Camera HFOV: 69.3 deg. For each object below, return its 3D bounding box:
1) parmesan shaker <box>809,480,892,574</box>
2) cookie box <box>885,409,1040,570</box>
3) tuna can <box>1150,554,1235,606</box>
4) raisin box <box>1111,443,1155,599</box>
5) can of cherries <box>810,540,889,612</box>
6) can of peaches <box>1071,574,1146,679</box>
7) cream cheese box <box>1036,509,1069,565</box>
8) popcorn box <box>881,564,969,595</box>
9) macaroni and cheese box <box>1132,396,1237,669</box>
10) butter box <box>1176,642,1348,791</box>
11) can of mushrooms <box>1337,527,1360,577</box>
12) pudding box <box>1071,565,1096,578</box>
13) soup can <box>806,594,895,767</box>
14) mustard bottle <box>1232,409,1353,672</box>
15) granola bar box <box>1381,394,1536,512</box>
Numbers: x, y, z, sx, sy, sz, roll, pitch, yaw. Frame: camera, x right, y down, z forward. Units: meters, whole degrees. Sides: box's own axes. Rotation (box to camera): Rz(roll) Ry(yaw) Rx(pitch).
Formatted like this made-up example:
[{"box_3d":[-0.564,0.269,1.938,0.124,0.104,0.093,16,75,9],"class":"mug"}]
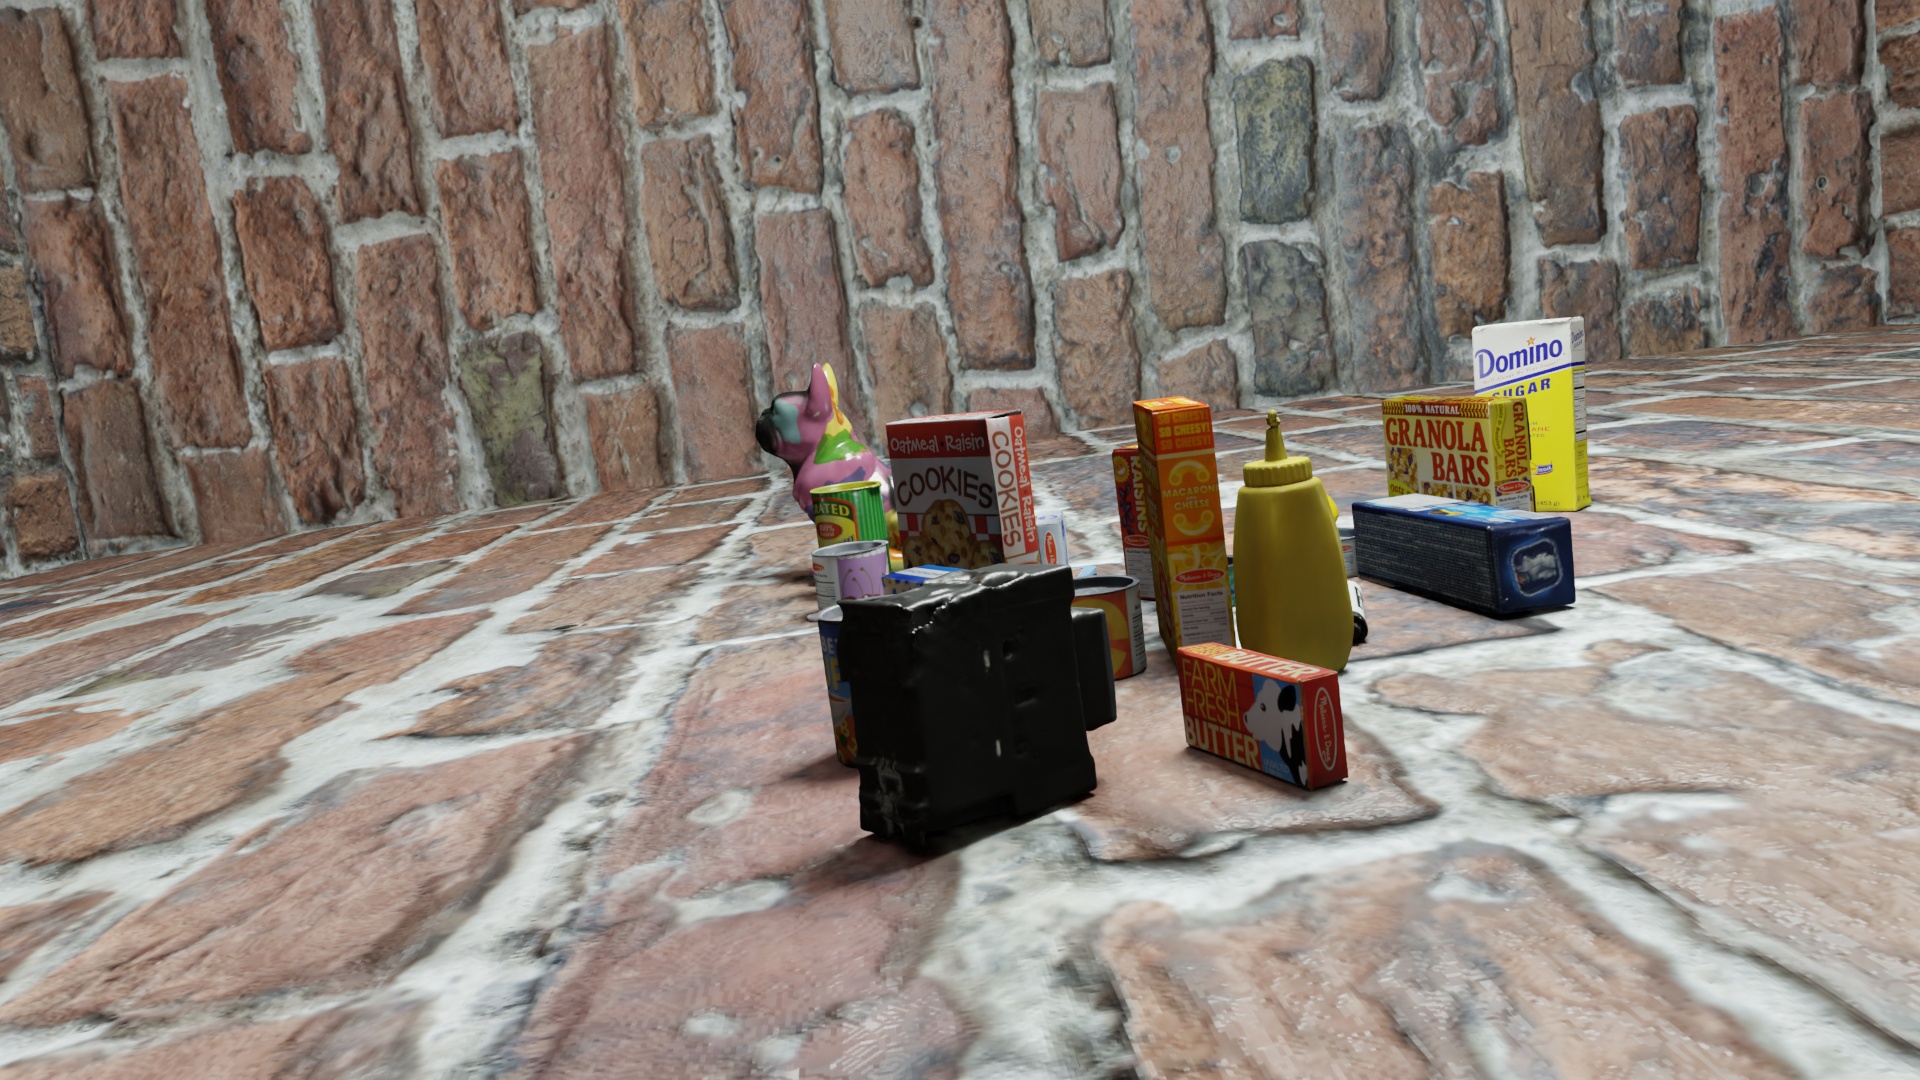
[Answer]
[{"box_3d":[-0.098,0.000,1.291,0.071,0.103,0.071,-7,8,1],"class":"parmesan shaker"},{"box_3d":[0.004,-0.013,1.067,0.040,0.167,0.123,-13,10,-39],"class":"cookie box"},{"box_3d":[0.182,0.033,1.064,0.071,0.032,0.071,-7,8,1],"class":"tuna can"},{"box_3d":[0.171,-0.020,1.126,0.086,0.123,0.040,-13,10,-38],"class":"raisin box"},{"box_3d":[-0.091,0.034,1.206,0.071,0.058,0.071,-7,8,1],"class":"can of cherries"},{"box_3d":[0.083,0.057,0.896,0.071,0.058,0.071,-7,8,1],"class":"can of peaches"},{"box_3d":[0.085,0.004,1.280,0.024,0.053,0.104,-6,8,7],"class":"cream cheese box"},{"box_3d":[0.004,0.062,0.828,0.038,0.085,0.126,-12,9,-32],"class":"popcorn box"},{"box_3d":[0.147,-0.009,0.912,0.040,0.166,0.124,-7,8,3],"class":"macaroni and cheese box"},{"box_3d":[0.144,0.083,0.676,0.024,0.053,0.103,-10,9,-23],"class":"butter box"},{"box_3d":[0.296,0.010,1.124,0.071,0.033,0.071,-7,8,1],"class":"can of mushrooms"},{"box_3d":[0.075,0.050,0.981,0.030,0.049,0.084,-4,8,20],"class":"pudding box"},{"box_3d":[-0.045,0.077,0.771,0.071,0.083,0.071,-7,8,1],"class":"soup can"},{"box_3d":[0.192,0.002,0.820,0.065,0.160,0.049,-10,8,-22],"class":"mustard bottle"},{"box_3d":[0.422,-0.060,1.183,0.039,0.124,0.165,-9,8,-12],"class":"granola bar box"}]
